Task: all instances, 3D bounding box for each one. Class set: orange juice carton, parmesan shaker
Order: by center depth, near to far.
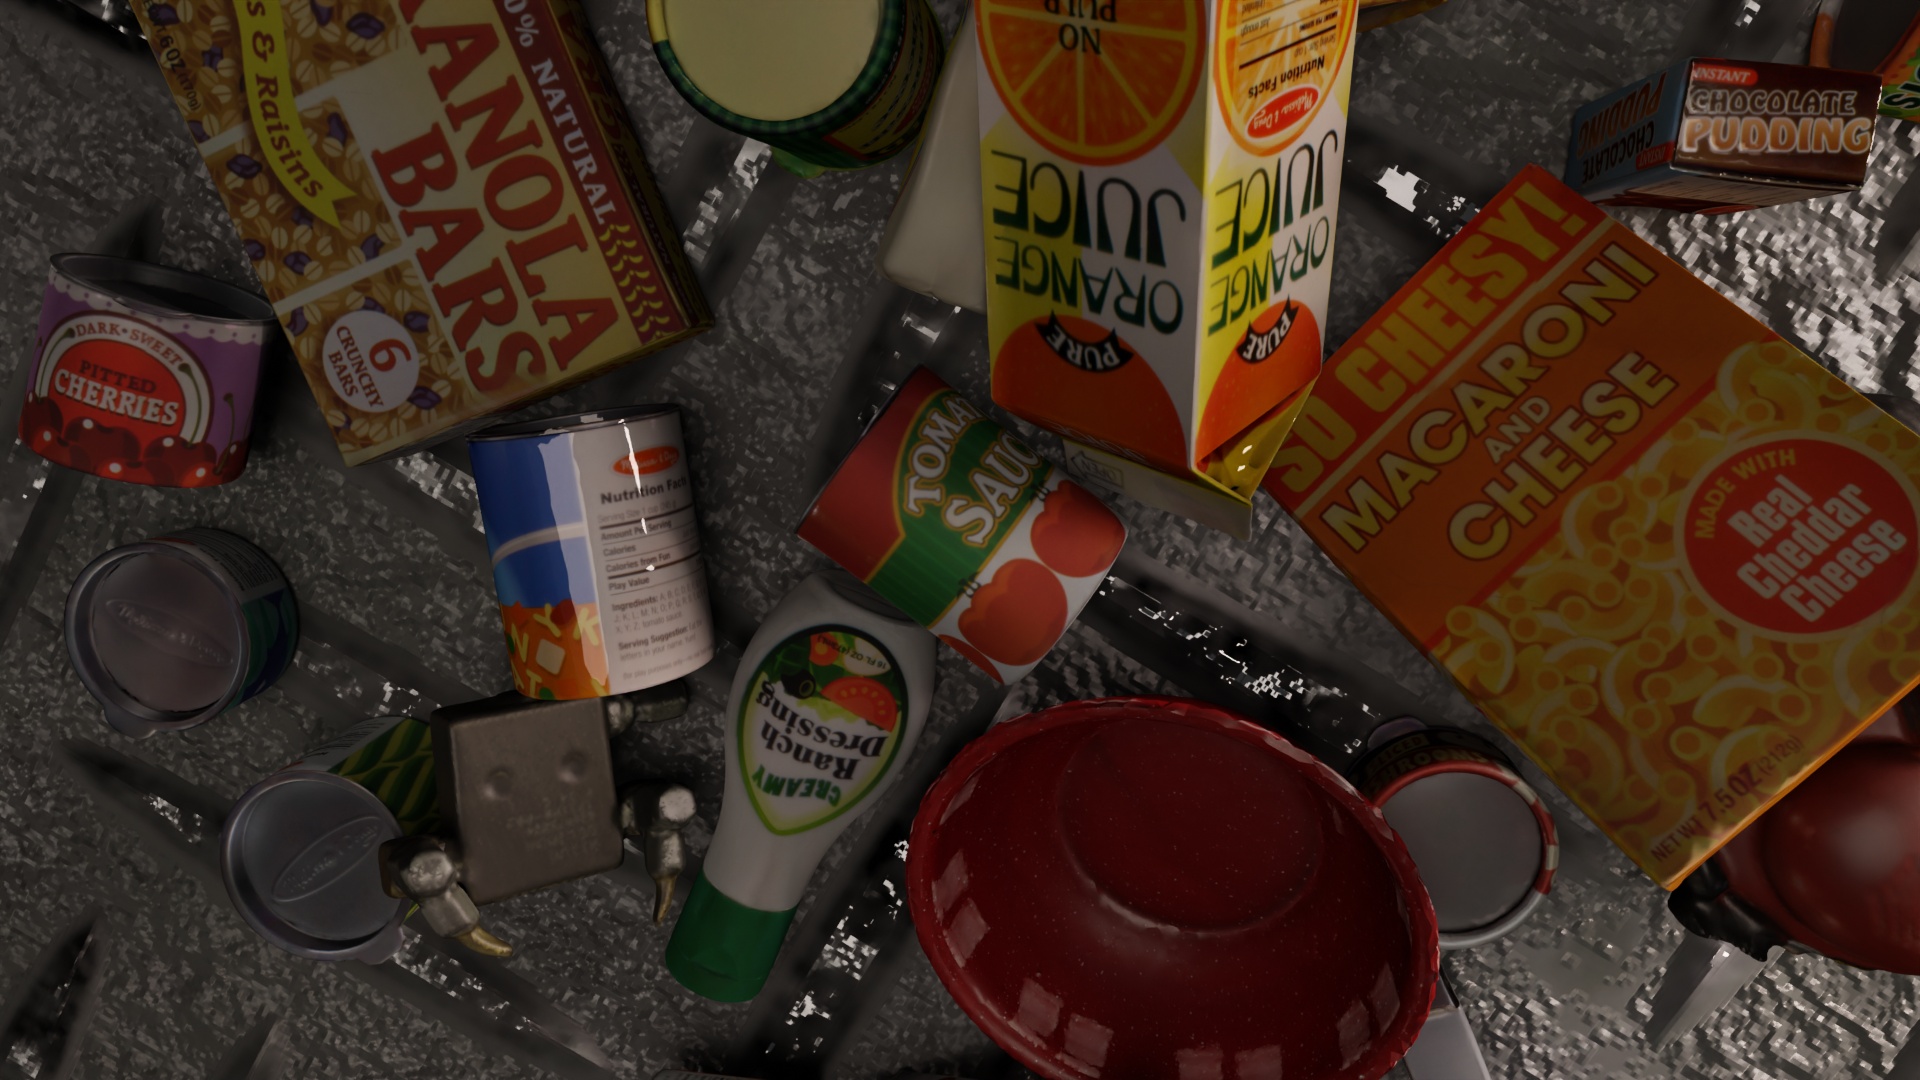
[{"bbox_3d":[0.055,-0.090,0.379,0.072,0.073,0.191,24,132,35],"label":"orange juice carton"},{"bbox_3d":[-0.043,-0.140,0.394,0.071,0.103,0.071,1,101,5],"label":"parmesan shaker"}]

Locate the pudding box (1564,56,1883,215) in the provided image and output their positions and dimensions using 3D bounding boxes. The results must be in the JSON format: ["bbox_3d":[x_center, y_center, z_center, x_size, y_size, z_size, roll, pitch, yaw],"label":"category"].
[{"bbox_3d":[0.207,-0.110,0.386,0.050,0.084,0.030,7,99,5],"label":"pudding box"}]

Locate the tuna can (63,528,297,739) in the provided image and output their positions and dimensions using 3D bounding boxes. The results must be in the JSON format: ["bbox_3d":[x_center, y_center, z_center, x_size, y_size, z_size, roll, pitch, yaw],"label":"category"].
[{"bbox_3d":[-0.270,0.032,0.483,0.071,0.033,0.071,1,100,5],"label":"tuna can"}]

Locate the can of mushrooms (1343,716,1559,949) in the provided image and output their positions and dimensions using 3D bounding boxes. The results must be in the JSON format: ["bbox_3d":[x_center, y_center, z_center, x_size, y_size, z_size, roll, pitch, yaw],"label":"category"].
[{"bbox_3d":[0.156,0.095,0.454,0.071,0.033,0.071,1,101,6],"label":"can of mushrooms"}]

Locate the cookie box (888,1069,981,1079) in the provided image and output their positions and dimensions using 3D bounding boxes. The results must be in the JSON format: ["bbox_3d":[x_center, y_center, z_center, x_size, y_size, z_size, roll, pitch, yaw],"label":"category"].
[{"bbox_3d":[0.040,0.263,0.462,0.122,0.040,0.167,-14,101,42],"label":"cookie box"}]

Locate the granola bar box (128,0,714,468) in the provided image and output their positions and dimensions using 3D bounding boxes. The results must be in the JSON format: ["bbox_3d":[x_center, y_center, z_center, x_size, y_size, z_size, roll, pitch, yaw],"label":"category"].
[{"bbox_3d":[-0.169,-0.122,0.442,0.124,0.039,0.165,-21,98,9],"label":"granola bar box"}]

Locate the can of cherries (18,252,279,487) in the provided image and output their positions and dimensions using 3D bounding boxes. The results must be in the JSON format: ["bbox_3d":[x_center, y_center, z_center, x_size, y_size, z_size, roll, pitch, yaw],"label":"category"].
[{"bbox_3d":[-0.261,-0.054,0.447,0.071,0.071,0.058,20,102,1],"label":"can of cherries"}]

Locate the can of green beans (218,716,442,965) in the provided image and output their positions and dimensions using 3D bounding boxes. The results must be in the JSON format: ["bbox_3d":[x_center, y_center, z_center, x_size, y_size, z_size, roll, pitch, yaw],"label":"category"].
[{"bbox_3d":[-0.206,0.100,0.477,0.071,0.058,0.071,1,101,5],"label":"can of green beans"}]

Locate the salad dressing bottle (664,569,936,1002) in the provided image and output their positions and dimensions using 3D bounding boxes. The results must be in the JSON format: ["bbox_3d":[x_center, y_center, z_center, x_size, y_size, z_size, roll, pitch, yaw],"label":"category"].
[{"bbox_3d":[-0.057,0.084,0.466,0.064,0.044,0.147,23,102,-4],"label":"salad dressing bottle"}]

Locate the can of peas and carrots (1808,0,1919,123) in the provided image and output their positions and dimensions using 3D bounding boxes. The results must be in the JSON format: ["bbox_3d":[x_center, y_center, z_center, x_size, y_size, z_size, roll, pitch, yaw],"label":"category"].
[{"bbox_3d":[0.280,-0.145,0.379,0.059,0.071,0.070,14,102,3],"label":"can of peas and carrots"}]

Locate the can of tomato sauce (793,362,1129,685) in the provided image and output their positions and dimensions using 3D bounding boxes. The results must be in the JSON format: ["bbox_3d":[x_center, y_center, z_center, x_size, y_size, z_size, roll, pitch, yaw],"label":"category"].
[{"bbox_3d":[0.002,-0.005,0.432,0.083,0.071,0.071,37,102,-3],"label":"can of tomato sauce"}]

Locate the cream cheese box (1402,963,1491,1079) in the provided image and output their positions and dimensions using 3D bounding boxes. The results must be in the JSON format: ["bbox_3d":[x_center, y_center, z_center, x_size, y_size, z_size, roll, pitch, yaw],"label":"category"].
[{"bbox_3d":[0.165,0.187,0.460,0.024,0.053,0.103,-21,98,11],"label":"cream cheese box"}]

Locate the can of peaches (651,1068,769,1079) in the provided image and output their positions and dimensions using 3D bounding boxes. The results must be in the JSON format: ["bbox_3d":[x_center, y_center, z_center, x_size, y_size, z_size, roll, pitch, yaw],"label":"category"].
[{"bbox_3d":[-0.082,0.223,0.484,0.058,0.071,0.071,4,101,5],"label":"can of peaches"}]

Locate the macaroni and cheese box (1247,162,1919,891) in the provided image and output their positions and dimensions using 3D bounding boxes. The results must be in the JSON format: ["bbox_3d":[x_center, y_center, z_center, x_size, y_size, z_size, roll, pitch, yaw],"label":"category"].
[{"bbox_3d":[0.178,-0.008,0.388,0.123,0.040,0.167,-45,60,10],"label":"macaroni and cheese box"}]

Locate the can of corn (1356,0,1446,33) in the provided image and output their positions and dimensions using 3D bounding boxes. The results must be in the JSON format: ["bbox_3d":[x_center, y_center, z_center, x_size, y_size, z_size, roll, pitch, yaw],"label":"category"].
[{"bbox_3d":[0.103,-0.175,0.393,0.071,0.071,0.058,-11,100,7],"label":"can of corn"}]

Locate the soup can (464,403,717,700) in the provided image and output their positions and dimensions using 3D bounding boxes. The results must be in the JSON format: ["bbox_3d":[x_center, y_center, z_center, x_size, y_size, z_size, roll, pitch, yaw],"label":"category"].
[{"bbox_3d":[-0.119,0.002,0.448,0.071,0.071,0.083,-6,100,7],"label":"soup can"}]

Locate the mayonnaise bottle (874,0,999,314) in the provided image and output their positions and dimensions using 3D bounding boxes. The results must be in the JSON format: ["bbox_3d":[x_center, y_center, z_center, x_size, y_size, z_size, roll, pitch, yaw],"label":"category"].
[{"bbox_3d":[0.016,-0.142,0.411,0.041,0.065,0.148,19,98,-1],"label":"mayonnaise bottle"}]
